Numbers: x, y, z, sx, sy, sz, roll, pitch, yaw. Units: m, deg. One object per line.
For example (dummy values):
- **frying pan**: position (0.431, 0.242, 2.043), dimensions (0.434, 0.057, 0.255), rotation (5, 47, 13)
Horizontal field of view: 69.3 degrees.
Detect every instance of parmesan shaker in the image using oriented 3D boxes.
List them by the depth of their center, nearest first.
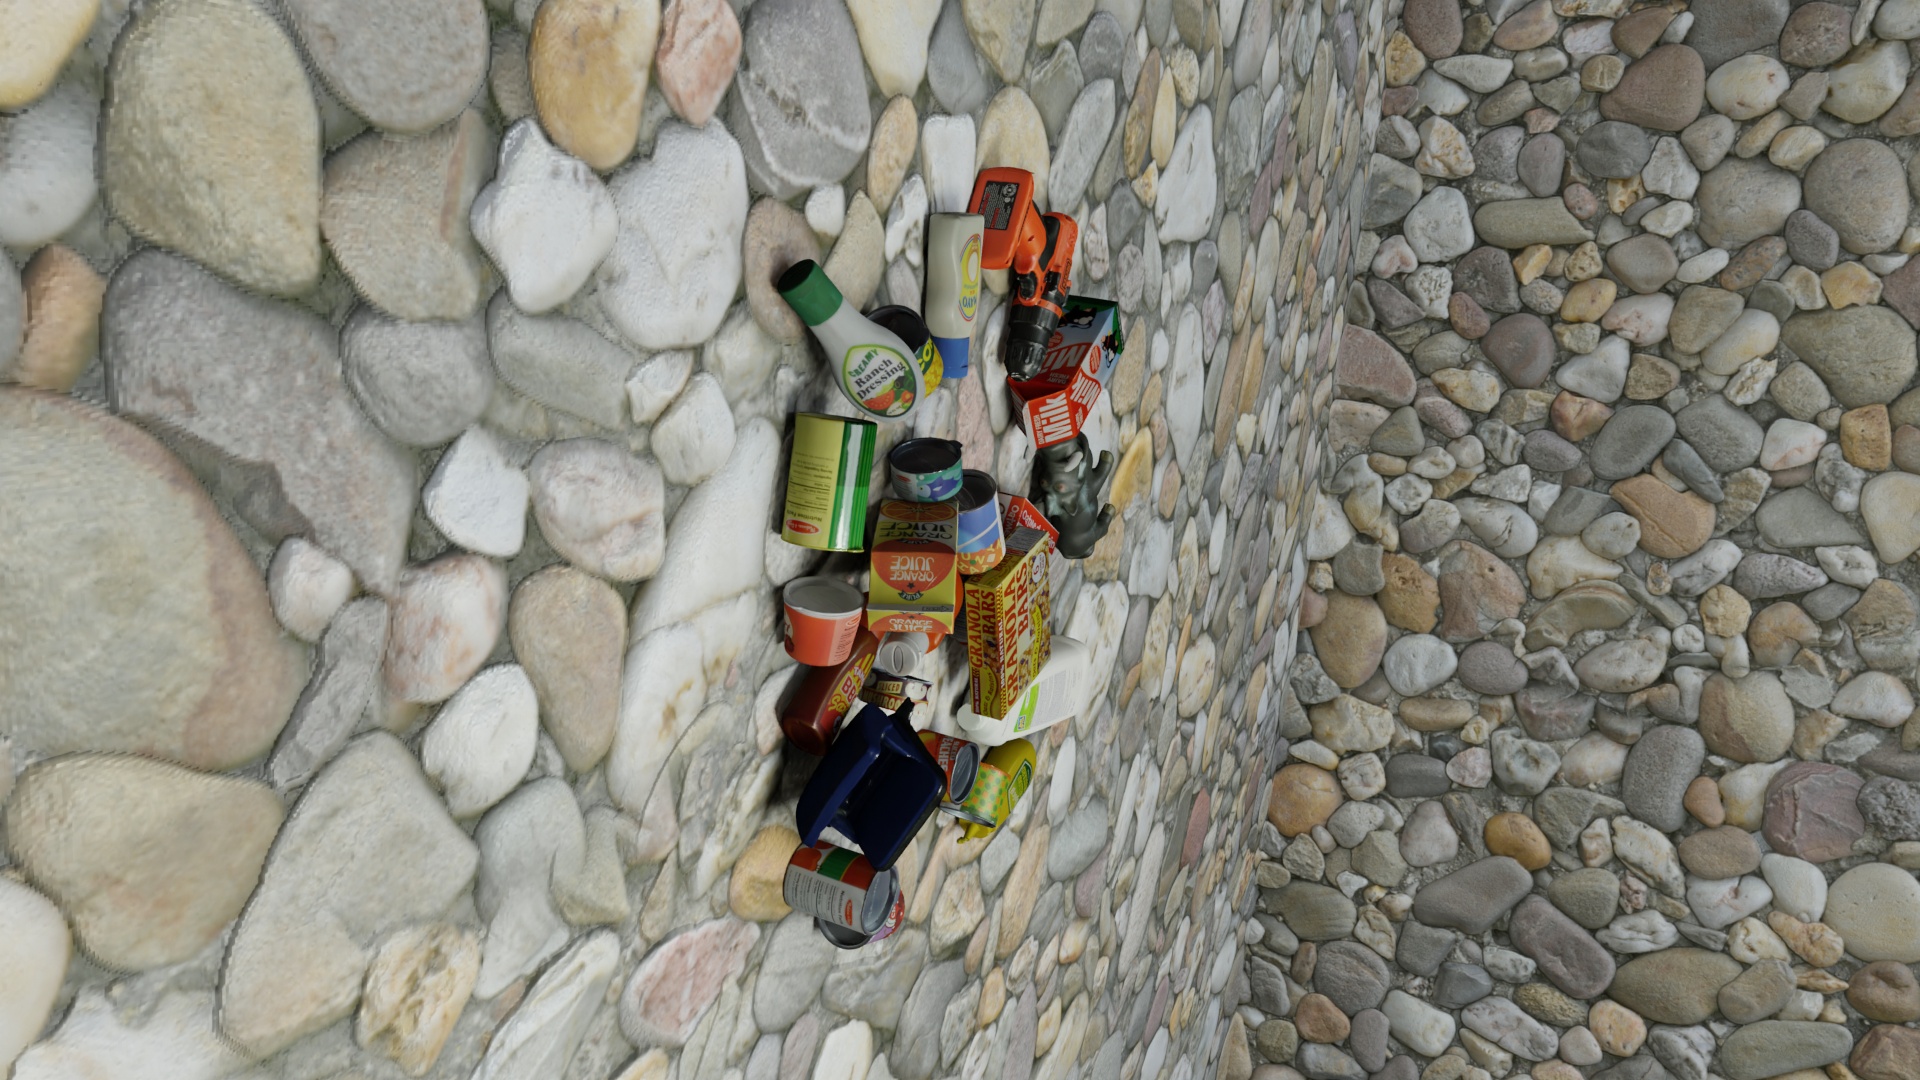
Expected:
- **parmesan shaker**: position (-0.102, -0.047, 1.111), dimensions (0.071, 0.071, 0.103), rotation (-8, 108, -64)

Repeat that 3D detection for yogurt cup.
- **yogurt cup**: position (-0.115, 0.068, 1.146), dimensions (0.073, 0.072, 0.053), rotation (-33, 138, -58)

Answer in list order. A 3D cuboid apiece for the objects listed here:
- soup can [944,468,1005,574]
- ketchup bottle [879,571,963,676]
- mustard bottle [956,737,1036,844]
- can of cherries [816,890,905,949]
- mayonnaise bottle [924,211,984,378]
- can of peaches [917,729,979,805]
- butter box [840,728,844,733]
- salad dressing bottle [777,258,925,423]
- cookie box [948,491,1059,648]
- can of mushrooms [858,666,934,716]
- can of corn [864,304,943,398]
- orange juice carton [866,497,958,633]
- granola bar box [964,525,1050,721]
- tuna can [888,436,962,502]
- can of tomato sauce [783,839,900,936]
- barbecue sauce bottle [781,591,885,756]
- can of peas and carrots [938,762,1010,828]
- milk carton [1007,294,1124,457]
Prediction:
- **soup can**: position (0.005, -0.017, 1.367), dimensions (0.072, 0.071, 0.083), rotation (-56, 148, -40)
- **ketchup bottle**: position (-0.036, 0.077, 1.309), dimensions (0.149, 0.043, 0.064), rotation (-56, 150, -62)
- **mustard bottle**: position (0.037, 0.295, 1.593), dimensions (0.161, 0.049, 0.065), rotation (-52, 143, -45)
- **can of cherries**: position (-0.091, 0.348, 1.313), dimensions (0.058, 0.071, 0.071), rotation (18, 85, -66)
- **mayonnaise bottle**: position (-0.007, -0.224, 1.273), dimensions (0.065, 0.041, 0.147), rotation (-29, 126, -61)
- **can of peaches**: position (-0.020, 0.231, 1.430), dimensions (0.071, 0.058, 0.071), rotation (-38, 134, -54)
- **butter box**: position (-0.086, 0.206, 1.318), dimensions (0.103, 0.024, 0.053), rotation (16, 86, -66)
- **salad dressing bottle**: position (-0.085, -0.155, 1.085), dimensions (0.147, 0.064, 0.044), rotation (48, 10, -36)
- **cookie box**: position (0.049, 0.045, 1.518), dimensions (0.122, 0.040, 0.168), rotation (42, 64, -62)
- **can of mushrooms**: position (-0.061, 0.140, 1.290), dimensions (0.071, 0.071, 0.033), rotation (23, 82, -65)
- **can of corn**: position (-0.051, -0.155, 1.173), dimensions (0.071, 0.071, 0.058), rotation (-69, 155, -20)
- **orange juice carton**: position (-0.039, 0.026, 1.189), dimensions (0.193, 0.072, 0.072), rotation (-88, -179, -71)
- **granola bar box**: position (0.050, 0.085, 1.444), dimensions (0.125, 0.039, 0.164), rotation (-45, 140, -49)
- **tuna can**: position (-0.029, -0.065, 1.265), dimensions (0.071, 0.071, 0.032), rotation (-49, 144, -47)
- **can of tomato sauce**: position (-0.106, 0.310, 1.249), dimensions (0.071, 0.083, 0.071), rotation (-40, 136, -54)
- **barbecue sauce bottle**: position (-0.103, 0.112, 1.213), dimensions (0.064, 0.044, 0.149), rotation (83, 29, -52)
- **can of peas and carrots**: position (0.018, 0.276, 1.520), dimensions (0.070, 0.071, 0.059), rotation (50, 55, -60)
- **milk carton**: position (0.109, -0.179, 1.505), dimensions (0.191, 0.073, 0.072), rotation (-60, 150, -34)
